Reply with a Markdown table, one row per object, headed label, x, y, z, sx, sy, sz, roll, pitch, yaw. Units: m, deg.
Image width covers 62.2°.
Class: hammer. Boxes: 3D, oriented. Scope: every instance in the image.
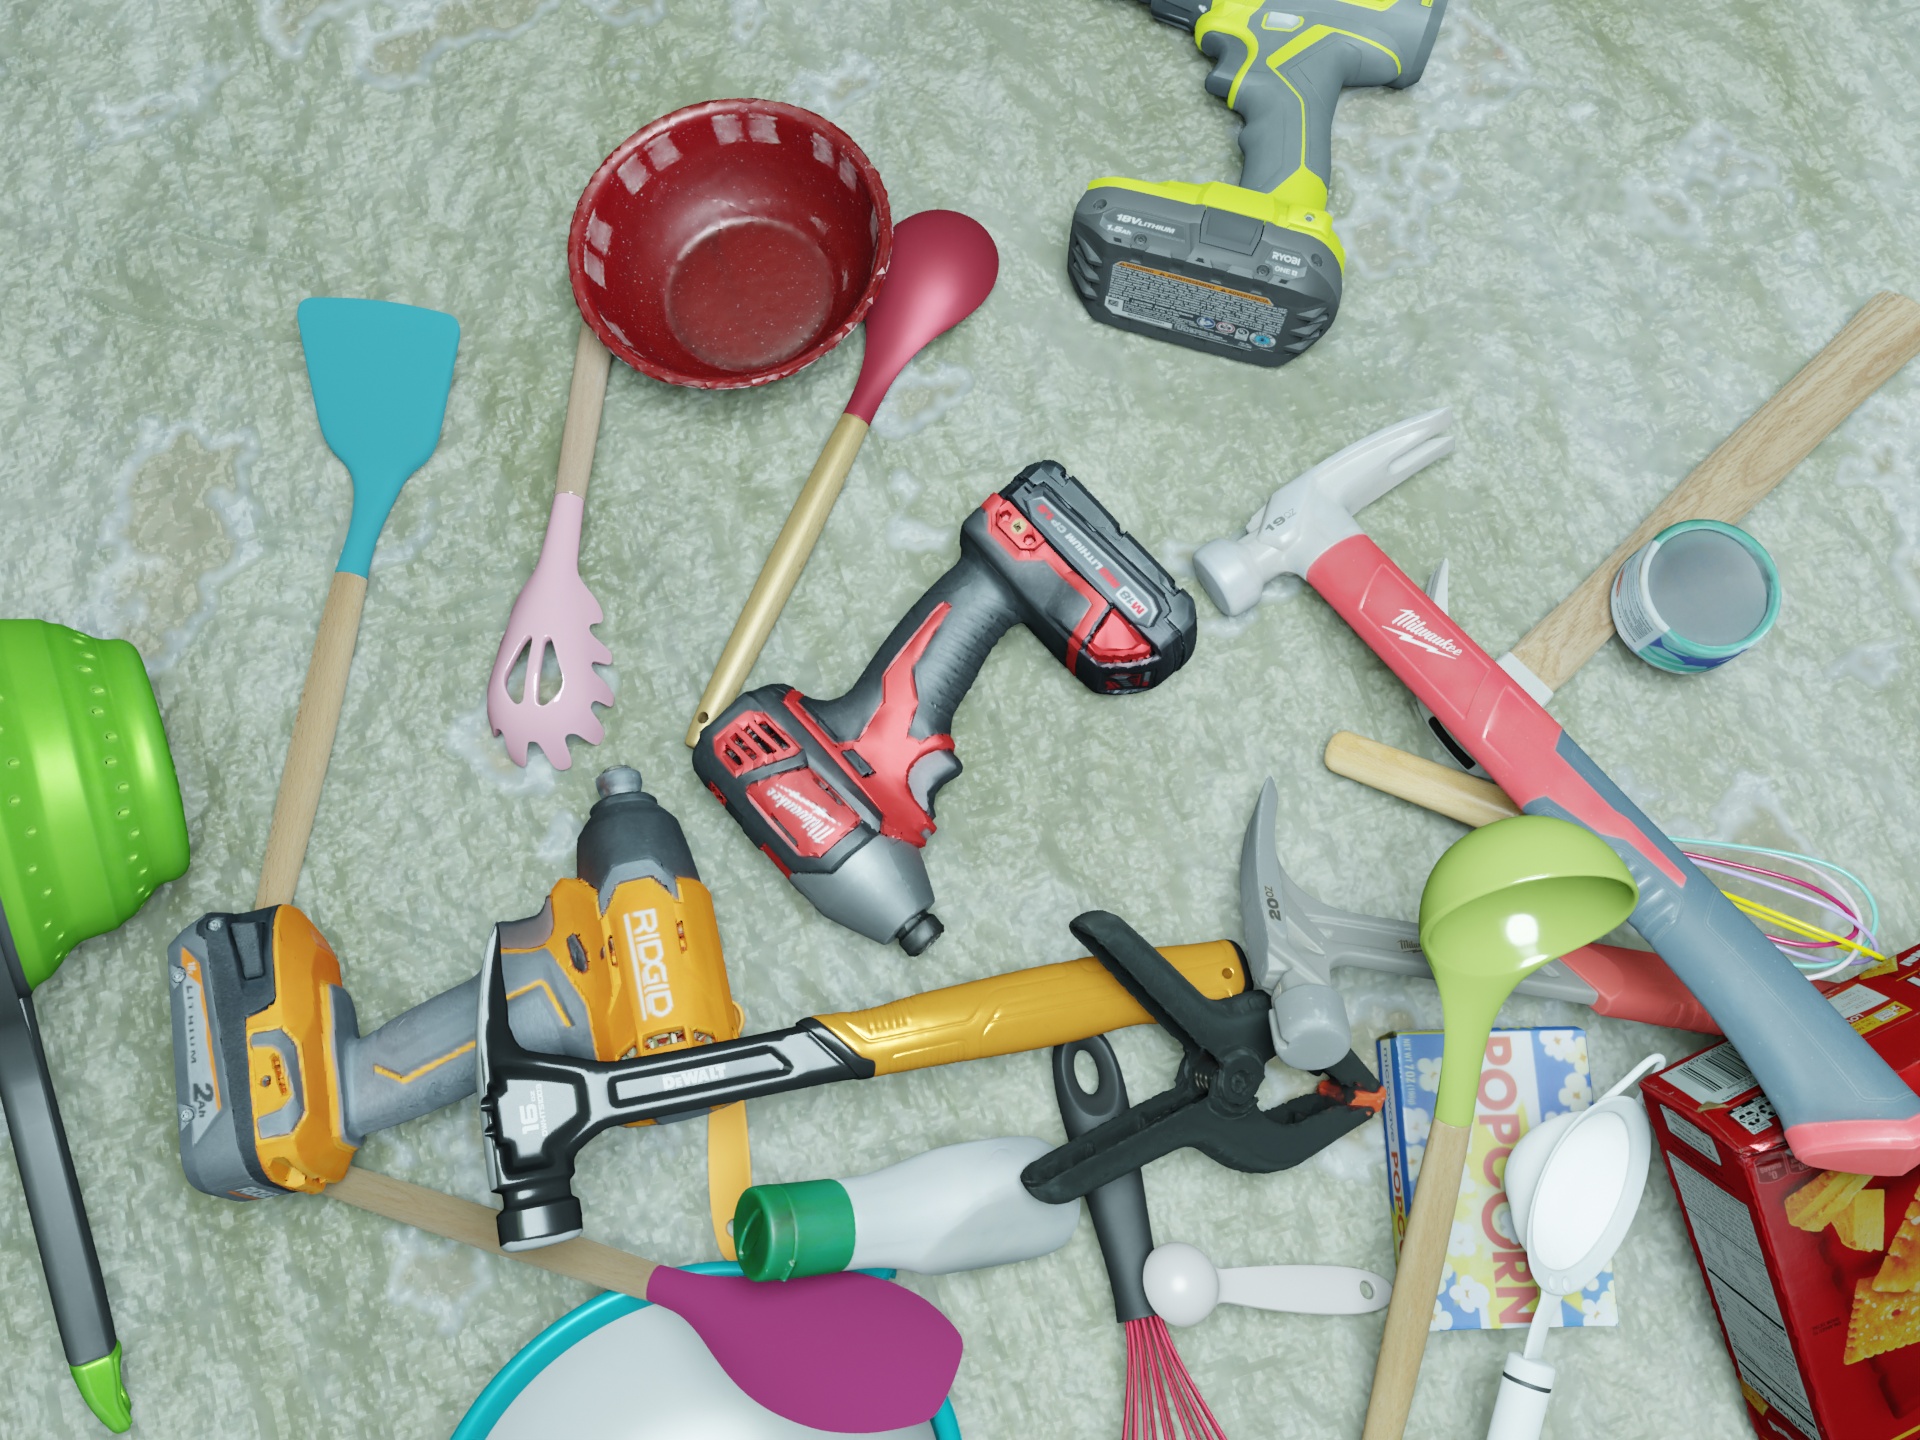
| label | x | y | z | sx | sy | sz | roll | pitch | yaw |
| --- | --- | --- | --- | --- | --- | --- | --- | --- | --- |
| hammer | 0.303 | 0.111 | 0.705 | 0.359 | 0.036 | 0.149 | 9 | 39 | -4 |
| hammer | -0.031 | 0.127 | 0.677 | 0.336 | 0.034 | 0.127 | -7 | 74 | -18 |
| hammer | 0.256 | 0.013 | 0.661 | 0.143 | 0.038 | 0.387 | -33 | 52 | -1 |
| hammer | 0.352 | -0.098 | 0.775 | 0.331 | 0.031 | 0.130 | -42 | 79 | -9 |

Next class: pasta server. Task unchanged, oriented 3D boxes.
| label | x | y | z | sx | sy | sz | roll | pitch | yaw |
| --- | --- | --- | --- | --- | --- | --- | --- | --- | --- |
| pasta server | -0.191 | -0.132 | 0.799 | 0.060 | 0.040 | 0.316 | 4 | 72 | 2 |

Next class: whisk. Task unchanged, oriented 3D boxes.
| label | x | y | z | sx | sy | sz | roll | pitch | yaw |
| --- | --- | --- | --- | --- | --- | --- | --- | --- | --- |
| whisk | 0.082 | 0.274 | 0.677 | 0.073 | 0.073 | 0.296 | -12 | 70 | -2 |
| whisk | 0.278 | 0.053 | 0.703 | 0.245 | 0.047 | 0.051 | 22 | 119 | 25 |

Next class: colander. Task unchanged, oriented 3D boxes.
| label | x | y | z | sx | sy | sz | roll | pitch | yaw |
| --- | --- | --- | --- | --- | --- | --- | --- | --- | --- |
| colander | -0.379 | 0.106 | 0.698 | 0.094 | 0.204 | 0.397 | -14 | 93 | -29 |

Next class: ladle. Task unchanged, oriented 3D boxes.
| label | x | y | z | sx | sy | sz | roll | pitch | yaw |
| --- | --- | --- | --- | --- | --- | --- | --- | --- | --- |
| ladle | 0.194 | 0.186 | 0.624 | 0.078 | 0.062 | 0.320 | 2 | 107 | -13 |
| ladle | -0.064 | -0.127 | 0.795 | 0.069 | 0.031 | 0.315 | 22 | 79 | 14 |

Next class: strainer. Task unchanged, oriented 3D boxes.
| label | x | y | z | sx | sy | sz | roll | pitch | yaw |
| --- | --- | --- | --- | --- | --- | --- | --- | --- | --- |
| strainer | -0.160 | 0.344 | 0.620 | 0.340 | 0.095 | 0.211 | -13 | 38 | -7 |
| strainer | 0.230 | 0.255 | 0.645 | 0.086 | 0.050 | 0.258 | 24 | 79 | -39 |

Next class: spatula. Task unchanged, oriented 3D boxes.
| label | x | y | z | sx | sy | sz | roll | pitch | yaw |
| --- | --- | --- | --- | --- | --- | --- | --- | --- | --- |
| spatula | -0.307 | -0.049 | 0.770 | 0.082 | 0.044 | 0.318 | 7 | 77 | 1 |

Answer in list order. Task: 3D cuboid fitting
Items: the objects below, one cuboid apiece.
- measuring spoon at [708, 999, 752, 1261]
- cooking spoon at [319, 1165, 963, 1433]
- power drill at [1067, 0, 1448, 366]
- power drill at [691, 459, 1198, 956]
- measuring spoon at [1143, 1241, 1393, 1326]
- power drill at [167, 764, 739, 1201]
| label | x | y | z | sx | sy | sz | roll | pitch | yaw |
| --- | --- | --- | --- | --- | --- | --- | --- | --- | --- |
| measuring spoon | -0.104 | 0.186 | 0.726 | 0.021 | 0.011 | 0.117 | -8 | 78 | 17 |
| cooking spoon | -0.152 | 0.230 | 0.672 | 0.319 | 0.017 | 0.069 | 10 | 40 | 18 |
| power drill | 0.133 | -0.311 | 0.811 | 0.190 | 0.080 | 0.229 | 16 | 74 | 5 |
| power drill | -0.001 | -0.002 | 0.738 | 0.219 | 0.078 | 0.143 | -41 | 79 | -6 |
| measuring spoon | 0.136 | 0.241 | 0.679 | 0.124 | 0.018 | 0.034 | 9 | 56 | -20 |
| power drill | -0.220 | 0.114 | 0.706 | 0.226 | 0.084 | 0.164 | -12 | 69 | -8 |
